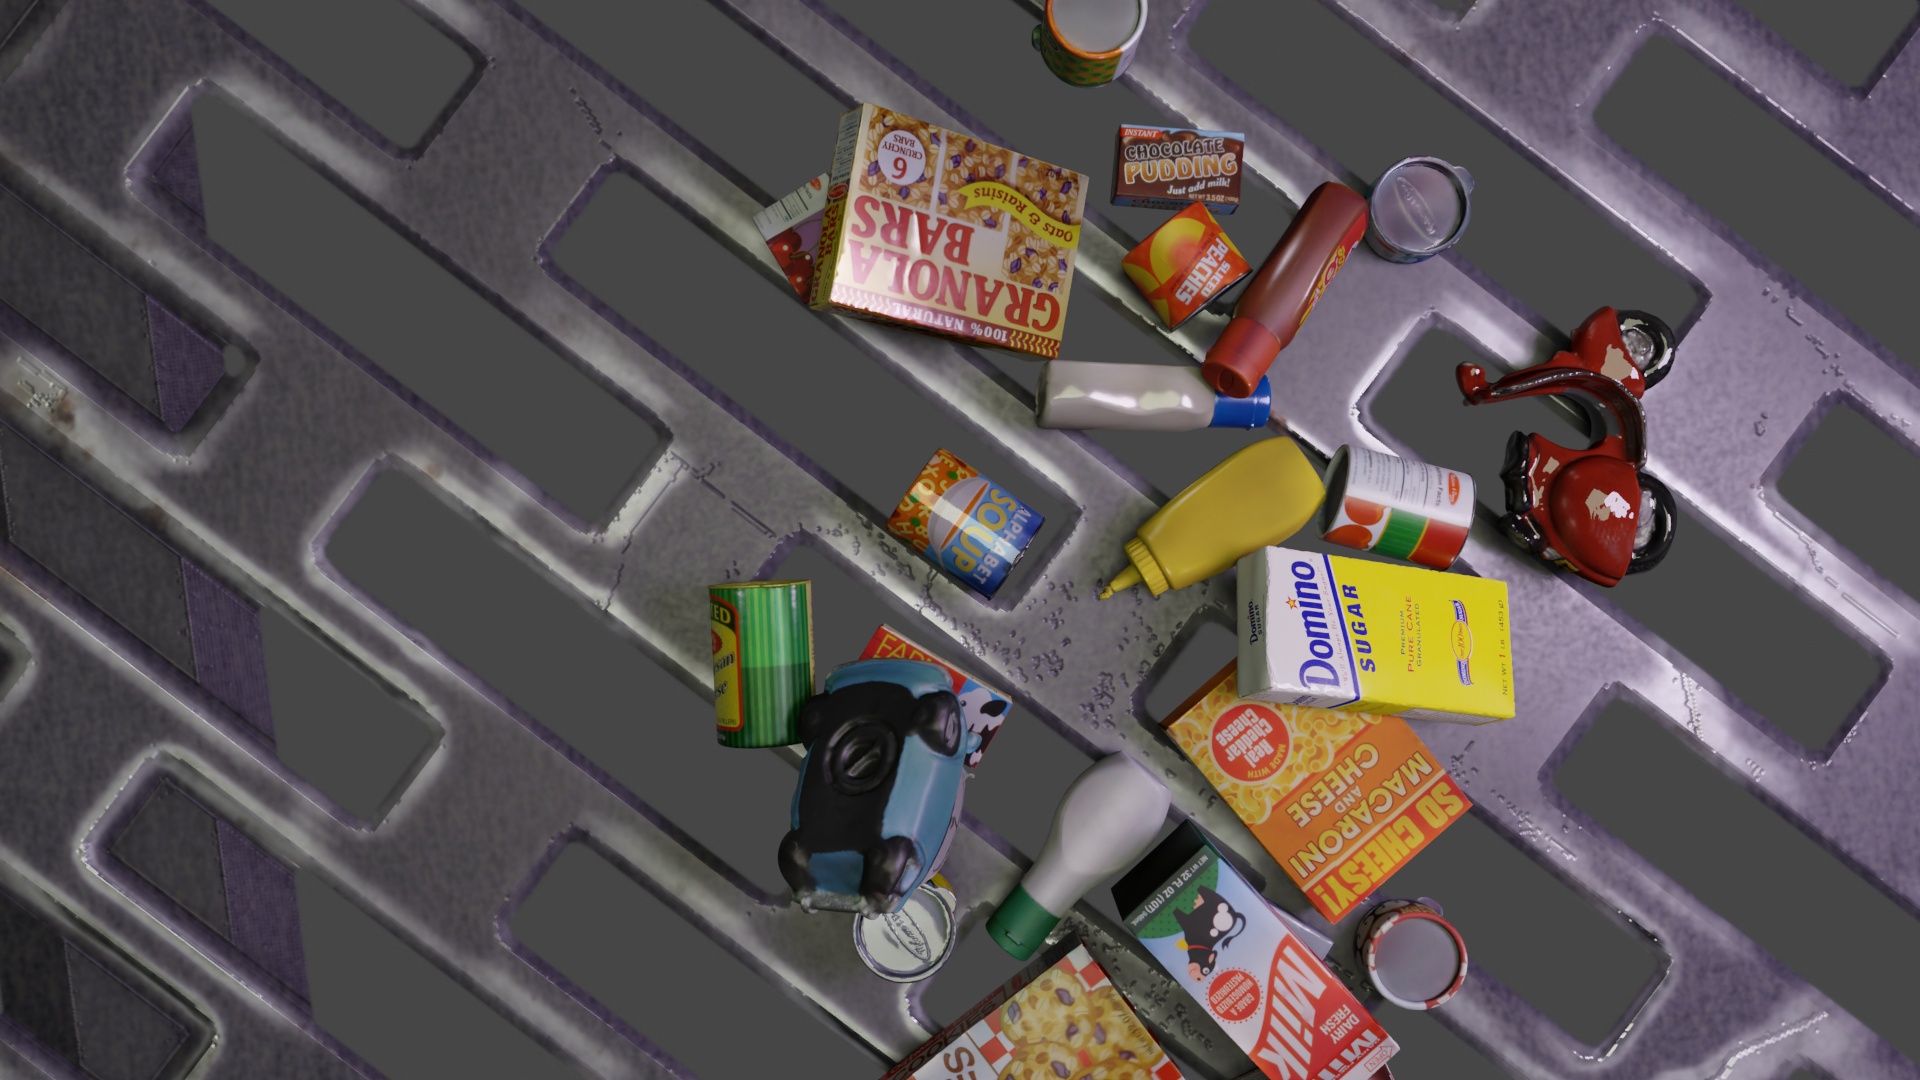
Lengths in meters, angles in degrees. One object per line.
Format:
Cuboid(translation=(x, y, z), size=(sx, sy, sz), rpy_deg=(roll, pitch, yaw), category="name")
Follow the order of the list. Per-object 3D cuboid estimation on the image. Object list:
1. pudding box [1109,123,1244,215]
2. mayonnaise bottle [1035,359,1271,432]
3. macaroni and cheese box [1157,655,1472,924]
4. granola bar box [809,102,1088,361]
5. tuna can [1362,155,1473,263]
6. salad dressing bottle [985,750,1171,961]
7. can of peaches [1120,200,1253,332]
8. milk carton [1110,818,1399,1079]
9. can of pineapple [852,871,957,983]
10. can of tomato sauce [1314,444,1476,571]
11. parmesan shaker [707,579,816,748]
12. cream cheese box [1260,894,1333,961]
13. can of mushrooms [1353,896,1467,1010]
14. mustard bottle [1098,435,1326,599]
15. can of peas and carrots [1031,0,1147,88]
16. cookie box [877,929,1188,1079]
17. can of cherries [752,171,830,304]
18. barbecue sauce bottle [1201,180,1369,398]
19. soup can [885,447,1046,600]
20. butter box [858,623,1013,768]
Cuboid(translation=(0.144, -0.246, 0.920), size=(0.084, 0.030, 0.049), rpy_deg=(5, 89, -1), category="pudding box")
Cuboid(translation=(0.125, -0.093, 0.905), size=(0.148, 0.064, 0.041), rpy_deg=(1, 78, -5), category="mayonnaise bottle")
Cuboid(translation=(0.232, 0.146, 0.914), size=(0.124, 0.040, 0.166), rpy_deg=(-40, 90, -1), category="macaroni and cheese box")
Cuboid(translation=(-0.006, -0.190, 0.878), size=(0.166, 0.039, 0.124), rpy_deg=(10, 90, -30), category="granola bar box")
Cuboid(translation=(0.302, -0.220, 0.920), size=(0.071, 0.033, 0.071), rpy_deg=(0, 90, -1), category="tuna can")
Cuboid(translation=(0.076, 0.207, 0.911), size=(0.064, 0.044, 0.147), rpy_deg=(40, 91, 5), category="salad dressing bottle")
Cuboid(translation=(0.146, -0.178, 0.900), size=(0.071, 0.071, 0.058), rpy_deg=(-37, 89, 0), category="can of peaches")
Cuboid(translation=(0.187, 0.273, 0.871), size=(0.072, 0.073, 0.190), rpy_deg=(-43, 91, 1), category="milk carton")
Cuboid(translation=(-0.034, 0.245, 0.902), size=(0.071, 0.058, 0.071), rpy_deg=(0, 90, -1), category="can of pineapple")
Cuboid(translation=(0.281, -0.020, 0.904), size=(0.083, 0.071, 0.071), rpy_deg=(14, 90, 0), category="can of tomato sauce")
Cuboid(translation=(-0.126, 0.078, 0.895), size=(0.071, 0.071, 0.103), rpy_deg=(-3, 90, 0), category="parmesan shaker")
Cuboid(translation=(0.188, 0.260, 0.921), size=(0.104, 0.024, 0.053), rpy_deg=(31, 89, 0), category="cream cheese box")
Cuboid(translation=(0.298, 0.271, 0.918), size=(0.071, 0.033, 0.071), rpy_deg=(0, 90, 0), category="can of mushrooms")
Cuboid(translation=(0.158, -0.006, 0.909), size=(0.160, 0.048, 0.065), rpy_deg=(-31, 76, 1), category="mustard bottle")
Cuboid(translation=(0.083, -0.337, 0.906), size=(0.071, 0.059, 0.071), rpy_deg=(0, 89, -1), category="can of peas and carrots")
Cuboid(translation=(0.048, 0.358, 0.912), size=(0.167, 0.040, 0.123), rpy_deg=(-37, 90, -2), category="cookie box")
Cuboid(translation=(-0.092, -0.193, 0.901), size=(0.058, 0.071, 0.071), rpy_deg=(-32, 90, 0), category="can of cherries")
Cuboid(translation=(0.206, -0.157, 0.886), size=(0.044, 0.064, 0.149), rpy_deg=(32, 73, 12), category="barbecue sauce bottle")
Cuboid(translation=(0.003, -0.011, 0.897), size=(0.084, 0.071, 0.071), rpy_deg=(34, 90, 0), category="soup can")
Cuboid(translation=(-0.022, 0.102, 0.920), size=(0.103, 0.024, 0.053), rpy_deg=(30, 89, -1), category="butter box")
